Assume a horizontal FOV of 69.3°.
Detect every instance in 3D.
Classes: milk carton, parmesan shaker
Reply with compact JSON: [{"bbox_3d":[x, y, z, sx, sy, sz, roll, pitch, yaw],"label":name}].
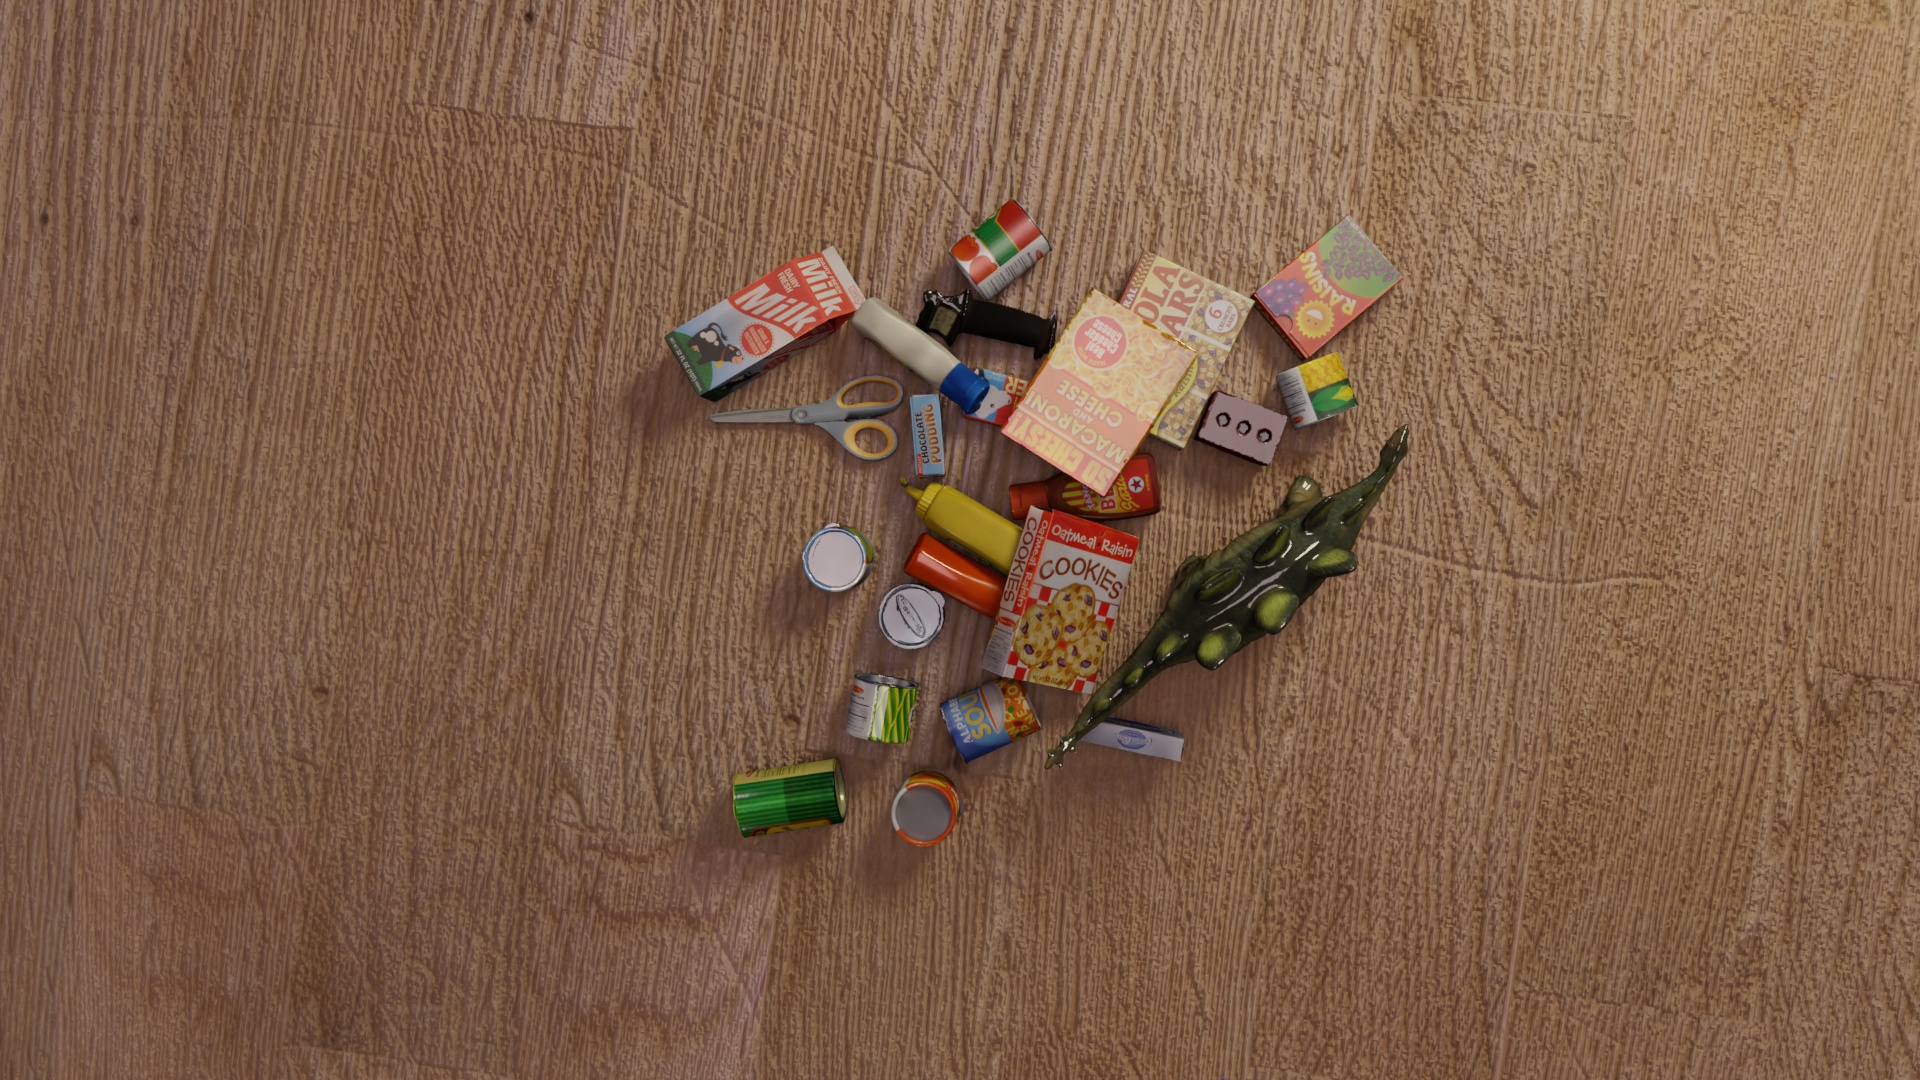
[{"bbox_3d":[-0.192,-0.219,1.399,0.190,0.073,0.072,-31,89,3],"label":"milk carton"},{"bbox_3d":[-0.172,0.261,1.402,0.103,0.071,0.071,-9,90,3],"label":"parmesan shaker"}]

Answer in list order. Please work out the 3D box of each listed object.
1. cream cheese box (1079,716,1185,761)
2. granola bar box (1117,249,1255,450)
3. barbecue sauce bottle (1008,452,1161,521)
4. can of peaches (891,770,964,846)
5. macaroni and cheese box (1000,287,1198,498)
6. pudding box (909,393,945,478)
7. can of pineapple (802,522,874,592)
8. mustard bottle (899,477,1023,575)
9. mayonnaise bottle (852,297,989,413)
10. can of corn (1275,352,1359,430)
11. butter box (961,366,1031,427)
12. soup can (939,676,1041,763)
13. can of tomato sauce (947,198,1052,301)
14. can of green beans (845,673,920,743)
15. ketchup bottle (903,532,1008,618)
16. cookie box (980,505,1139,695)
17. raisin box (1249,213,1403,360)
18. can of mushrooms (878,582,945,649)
[{"bbox_3d":[0.171,0.196,1.393,0.104,0.053,0.024,11,94,3],"label":"cream cheese box"},{"bbox_3d":[0.202,-0.190,1.395,0.124,0.039,0.165,25,92,3],"label":"granola bar box"},{"bbox_3d":[0.124,-0.048,1.398,0.148,0.043,0.065,-8,90,3],"label":"barbecue sauce bottle"},{"bbox_3d":[-0.033,0.270,1.402,0.071,0.058,0.071,0,90,4],"label":"can of peaches"},{"bbox_3d":[0.135,-0.143,1.359,0.124,0.040,0.166,33,92,6],"label":"macaroni and cheese box"},{"bbox_3d":[-0.033,-0.105,1.403,0.030,0.049,0.083,-4,90,2],"label":"pudding box"},{"bbox_3d":[-0.125,0.017,1.405,0.071,0.058,0.071,0,91,3],"label":"can of pineapple"},{"bbox_3d":[0.005,-0.018,1.397,0.160,0.065,0.049,31,89,8],"label":"mustard bottle"},{"bbox_3d":[-0.039,-0.184,1.388,0.148,0.065,0.041,38,94,9],"label":"mayonnaise bottle"},{"bbox_3d":[0.355,-0.149,1.375,0.071,0.071,0.058,-21,89,3],"label":"can of corn"},{"bbox_3d":[0.056,-0.138,1.411,0.103,0.024,0.053,15,91,3],"label":"butter box"},{"bbox_3d":[0.029,0.175,1.391,0.084,0.071,0.071,-25,89,3],"label":"soup can"},{"bbox_3d":[0.038,-0.292,1.390,0.083,0.071,0.071,-38,89,4],"label":"can of tomato sauce"},{"bbox_3d":[-0.079,0.169,1.399,0.071,0.071,0.057,9,92,3],"label":"can of green beans"},{"bbox_3d":[0.017,0.046,1.398,0.149,0.065,0.043,29,105,-6],"label":"ketchup bottle"},{"bbox_3d":[0.100,0.060,1.368,0.123,0.040,0.167,16,92,-38],"label":"cookie box"},{"bbox_3d":[0.364,-0.251,1.386,0.123,0.040,0.086,-40,89,3],"label":"raisin box"},{"bbox_3d":[-0.047,0.075,1.413,0.071,0.033,0.071,0,90,4],"label":"can of mushrooms"}]
